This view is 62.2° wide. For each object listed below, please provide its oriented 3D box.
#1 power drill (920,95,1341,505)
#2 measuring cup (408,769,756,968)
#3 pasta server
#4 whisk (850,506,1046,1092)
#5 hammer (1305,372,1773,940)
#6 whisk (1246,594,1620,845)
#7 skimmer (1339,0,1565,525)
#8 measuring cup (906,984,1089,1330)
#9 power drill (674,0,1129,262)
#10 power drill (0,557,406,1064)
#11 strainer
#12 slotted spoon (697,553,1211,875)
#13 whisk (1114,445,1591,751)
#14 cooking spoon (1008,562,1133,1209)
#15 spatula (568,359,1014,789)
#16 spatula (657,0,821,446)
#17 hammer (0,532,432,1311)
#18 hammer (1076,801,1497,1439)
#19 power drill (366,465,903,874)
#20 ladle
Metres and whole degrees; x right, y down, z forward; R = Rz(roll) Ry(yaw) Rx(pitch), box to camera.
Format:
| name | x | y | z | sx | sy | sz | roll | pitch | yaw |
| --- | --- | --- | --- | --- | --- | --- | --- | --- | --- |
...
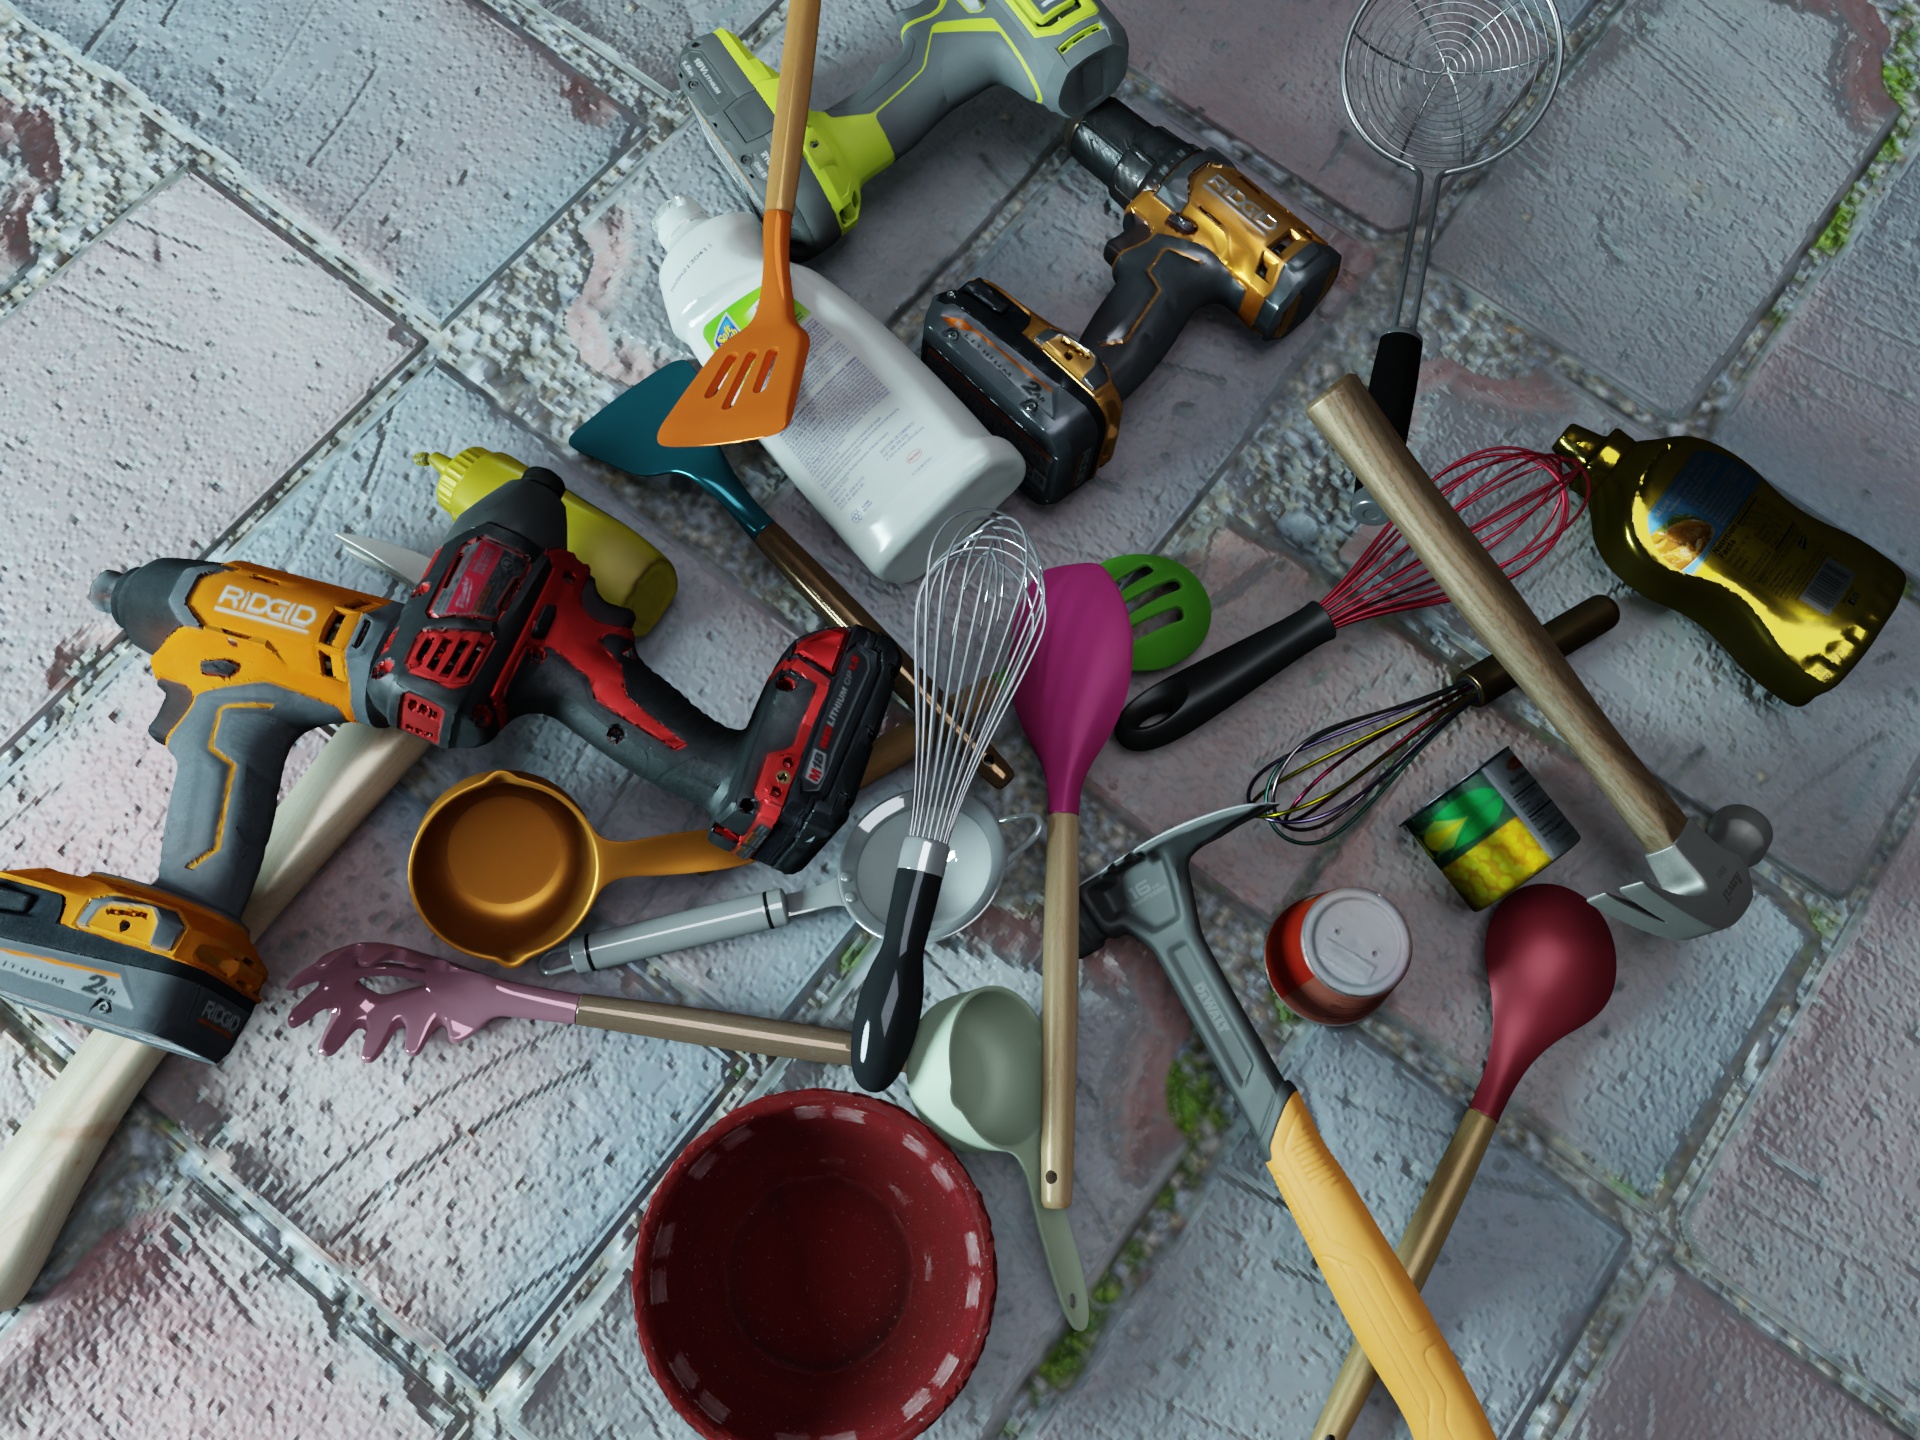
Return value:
| name | x | y | z | sx | sy | sz | roll | pitch | yaw |
| --- | --- | --- | --- | --- | --- | --- | --- | --- | --- |
| power drill | 0.076 | -0.249 | 0.894 | 0.226 | 0.084 | 0.185 | -41 | 76 | -19 |
| measuring cup | -0.181 | 0.064 | 0.783 | 0.173 | 0.052 | 0.095 | -4 | 98 | -19 |
| pasta server | -0.158 | 0.148 | 0.766 | 0.316 | 0.060 | 0.040 | 9 | 28 | -3 |
| whisk | -0.009 | 0.034 | 0.754 | 0.070 | 0.070 | 0.285 | 12 | 79 | 1 |
| hammer | 0.281 | -0.032 | 0.790 | 0.331 | 0.031 | 0.130 | 52 | 48 | 0 |
| whisk | 0.255 | -0.004 | 0.838 | 0.245 | 0.047 | 0.051 | -28 | 74 | -15 |
| skimmer | 0.258 | -0.278 | 0.887 | 0.127 | 0.090 | 0.363 | 11 | 63 | 11 |
| measuring cup | 0.021 | 0.209 | 0.753 | 0.083 | 0.038 | 0.167 | -18 | 91 | -51 |
| power drill | -0.040 | -0.380 | 0.908 | 0.223 | 0.080 | 0.171 | -33 | 74 | -2 |
| power drill | -0.366 | 0.027 | 0.739 | 0.164 | 0.084 | 0.227 | 15 | 67 | 6 |
| strainer | -0.083 | 0.091 | 0.789 | 0.258 | 0.050 | 0.087 | -13 | 55 | -1 |
| slotted spoon | -0.001 | -0.003 | 0.832 | 0.314 | 0.031 | 0.070 | -30 | 74 | -11 |
| whisk | 0.209 | -0.064 | 0.849 | 0.296 | 0.073 | 0.073 | -31 | 76 | -6 |
| cooking spoon | 0.050 | 0.071 | 0.775 | 0.069 | 0.017 | 0.319 | -6 | 71 | 26 |
| spatula | -0.084 | -0.078 | 0.840 | 0.082 | 0.044 | 0.318 | -40 | 77 | -15 |
| spatula | -0.097 | -0.291 | 0.831 | 0.081 | 0.041 | 0.323 | 1 | 79 | 28 |
| hammer | -0.364 | 0.094 | 0.774 | 0.146 | 0.038 | 0.411 | 31 | 73 | 9 |
| hammer | 0.166 | 0.204 | 0.734 | 0.127 | 0.034 | 0.337 | -34 | 73 | 23 |
| power drill | -0.148 | -0.027 | 0.752 | 0.219 | 0.078 | 0.143 | 24 | 61 | -11 |
| ladle | 0.241 | 0.215 | 0.773 | 0.069 | 0.031 | 0.315 | 30 | 74 | 7 |
